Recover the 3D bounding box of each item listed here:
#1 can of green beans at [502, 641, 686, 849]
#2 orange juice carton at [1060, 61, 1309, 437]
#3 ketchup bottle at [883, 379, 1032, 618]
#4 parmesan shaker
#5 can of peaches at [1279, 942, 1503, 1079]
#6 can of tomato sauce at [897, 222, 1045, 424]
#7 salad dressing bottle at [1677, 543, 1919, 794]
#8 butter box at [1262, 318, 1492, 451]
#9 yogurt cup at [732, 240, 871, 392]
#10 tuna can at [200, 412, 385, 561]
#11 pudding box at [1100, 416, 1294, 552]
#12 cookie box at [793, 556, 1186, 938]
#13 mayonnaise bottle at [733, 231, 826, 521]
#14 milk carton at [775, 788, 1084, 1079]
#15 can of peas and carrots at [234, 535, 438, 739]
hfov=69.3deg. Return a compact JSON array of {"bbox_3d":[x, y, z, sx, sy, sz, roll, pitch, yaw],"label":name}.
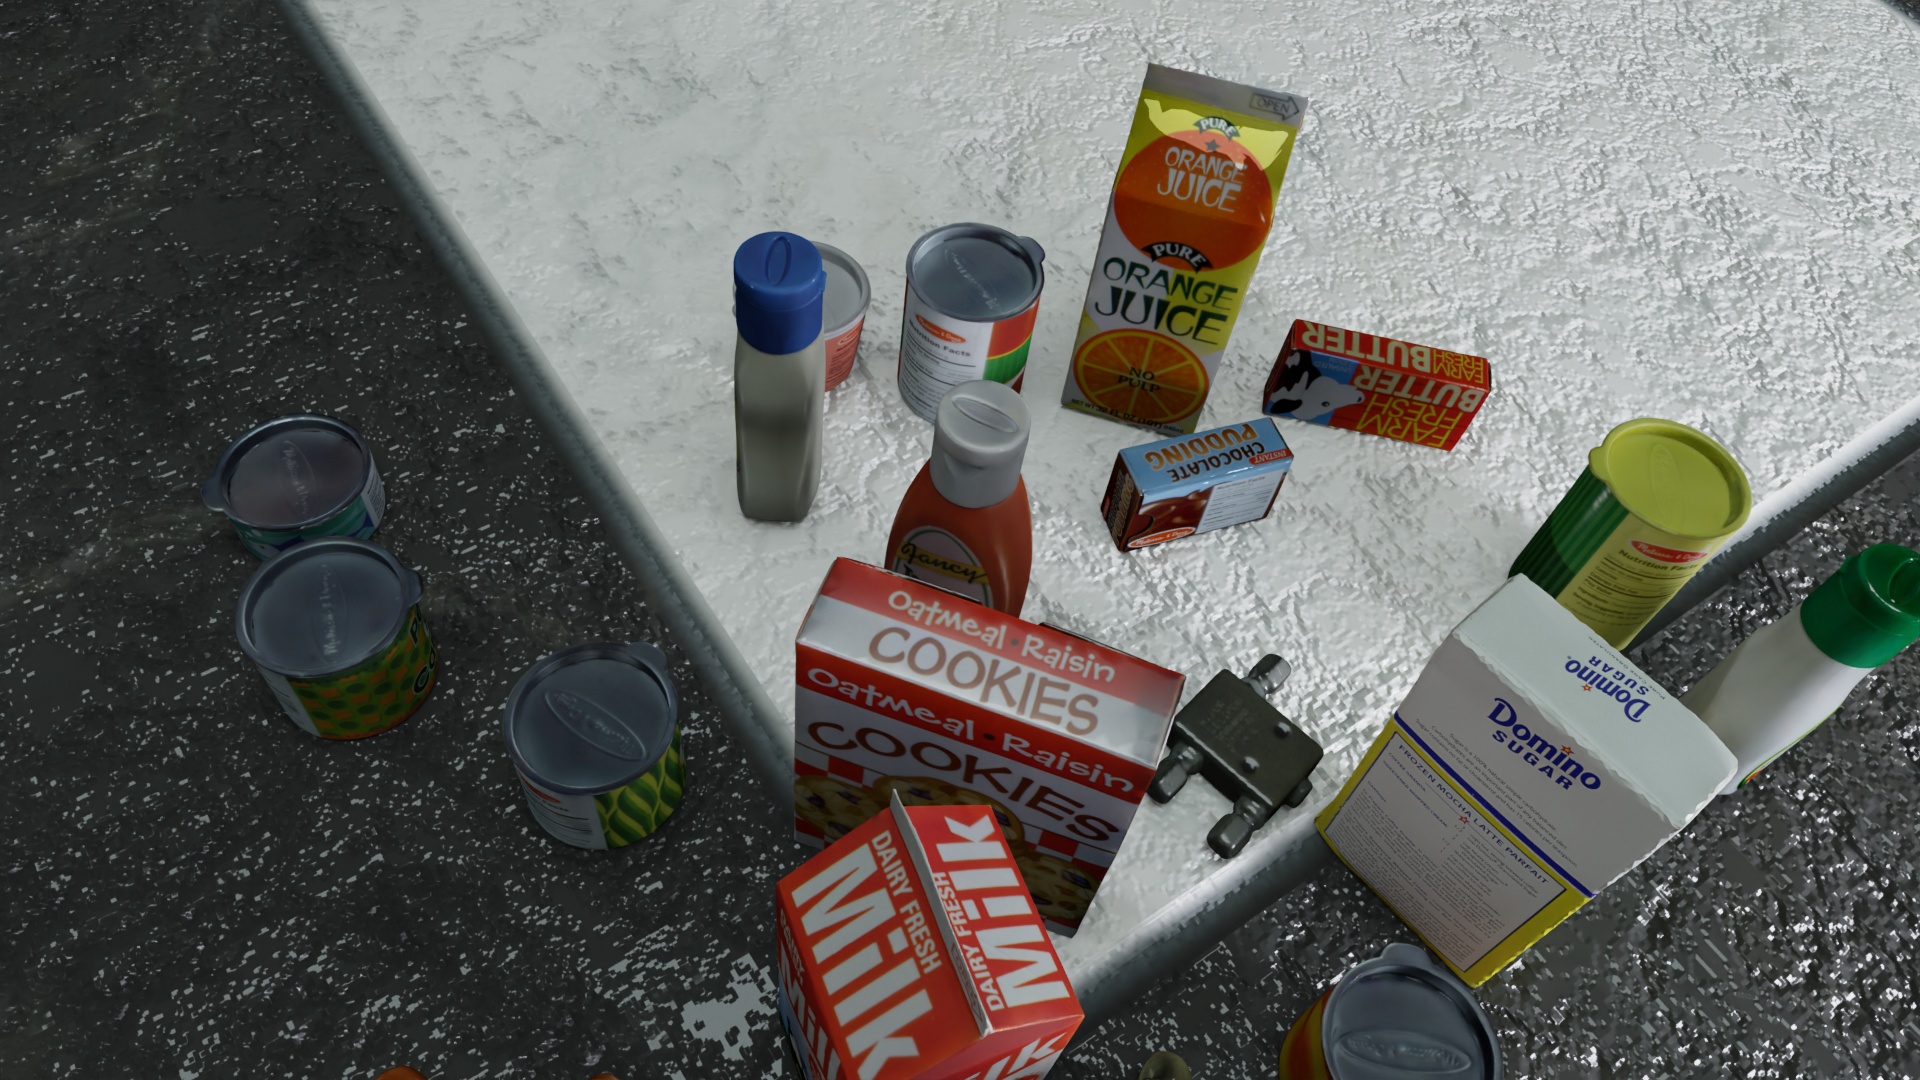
[{"bbox_3d":[-0.145,0.084,0.559,0.071,0.057,0.071,3,55,-5],"label":"can of green beans"},{"bbox_3d":[0.104,-0.141,0.663,0.072,0.191,0.073,16,55,4],"label":"orange juice carton"},{"bbox_3d":[0.002,-0.007,0.585,0.065,0.148,0.044,25,57,10],"label":"ketchup bottle"},{"bbox_3d":[0.303,0.000,0.644,0.071,0.102,0.071,3,55,-5],"label":"parmesan shaker"},{"bbox_3d":[0.159,0.195,0.519,0.071,0.057,0.071,3,55,-5],"label":"can of peaches"},{"bbox_3d":[0.004,-0.107,0.694,0.071,0.082,0.071,3,55,-5],"label":"can of tomato sauce"},{"bbox_3d":[0.349,0.056,0.584,0.044,0.146,0.064,40,60,19],"label":"salad dressing bottle"},{"bbox_3d":[0.214,-0.080,0.719,0.103,0.052,0.024,12,55,1],"label":"butter box"},{"bbox_3d":[-0.080,-0.110,0.704,0.072,0.053,0.073,3,55,-5],"label":"yogurt cup"},{"bbox_3d":[-0.300,-0.022,0.629,0.071,0.032,0.071,3,55,-5],"label":"tuna can"},{"bbox_3d":[0.114,-0.027,0.672,0.084,0.049,0.030,-14,58,-16],"label":"pudding box"},{"bbox_3d":[0.002,0.082,0.512,0.123,0.166,0.040,18,56,6],"label":"cookie box"},{"bbox_3d":[-0.081,-0.072,0.620,0.041,0.147,0.065,5,55,-4],"label":"mayonnaise bottle"},{"bbox_3d":[-0.015,0.148,0.450,0.073,0.189,0.072,-17,59,-17],"label":"milk carton"},{"bbox_3d":[-0.253,0.040,0.576,0.071,0.058,0.071,3,55,-5],"label":"can of peas and carrots"}]
